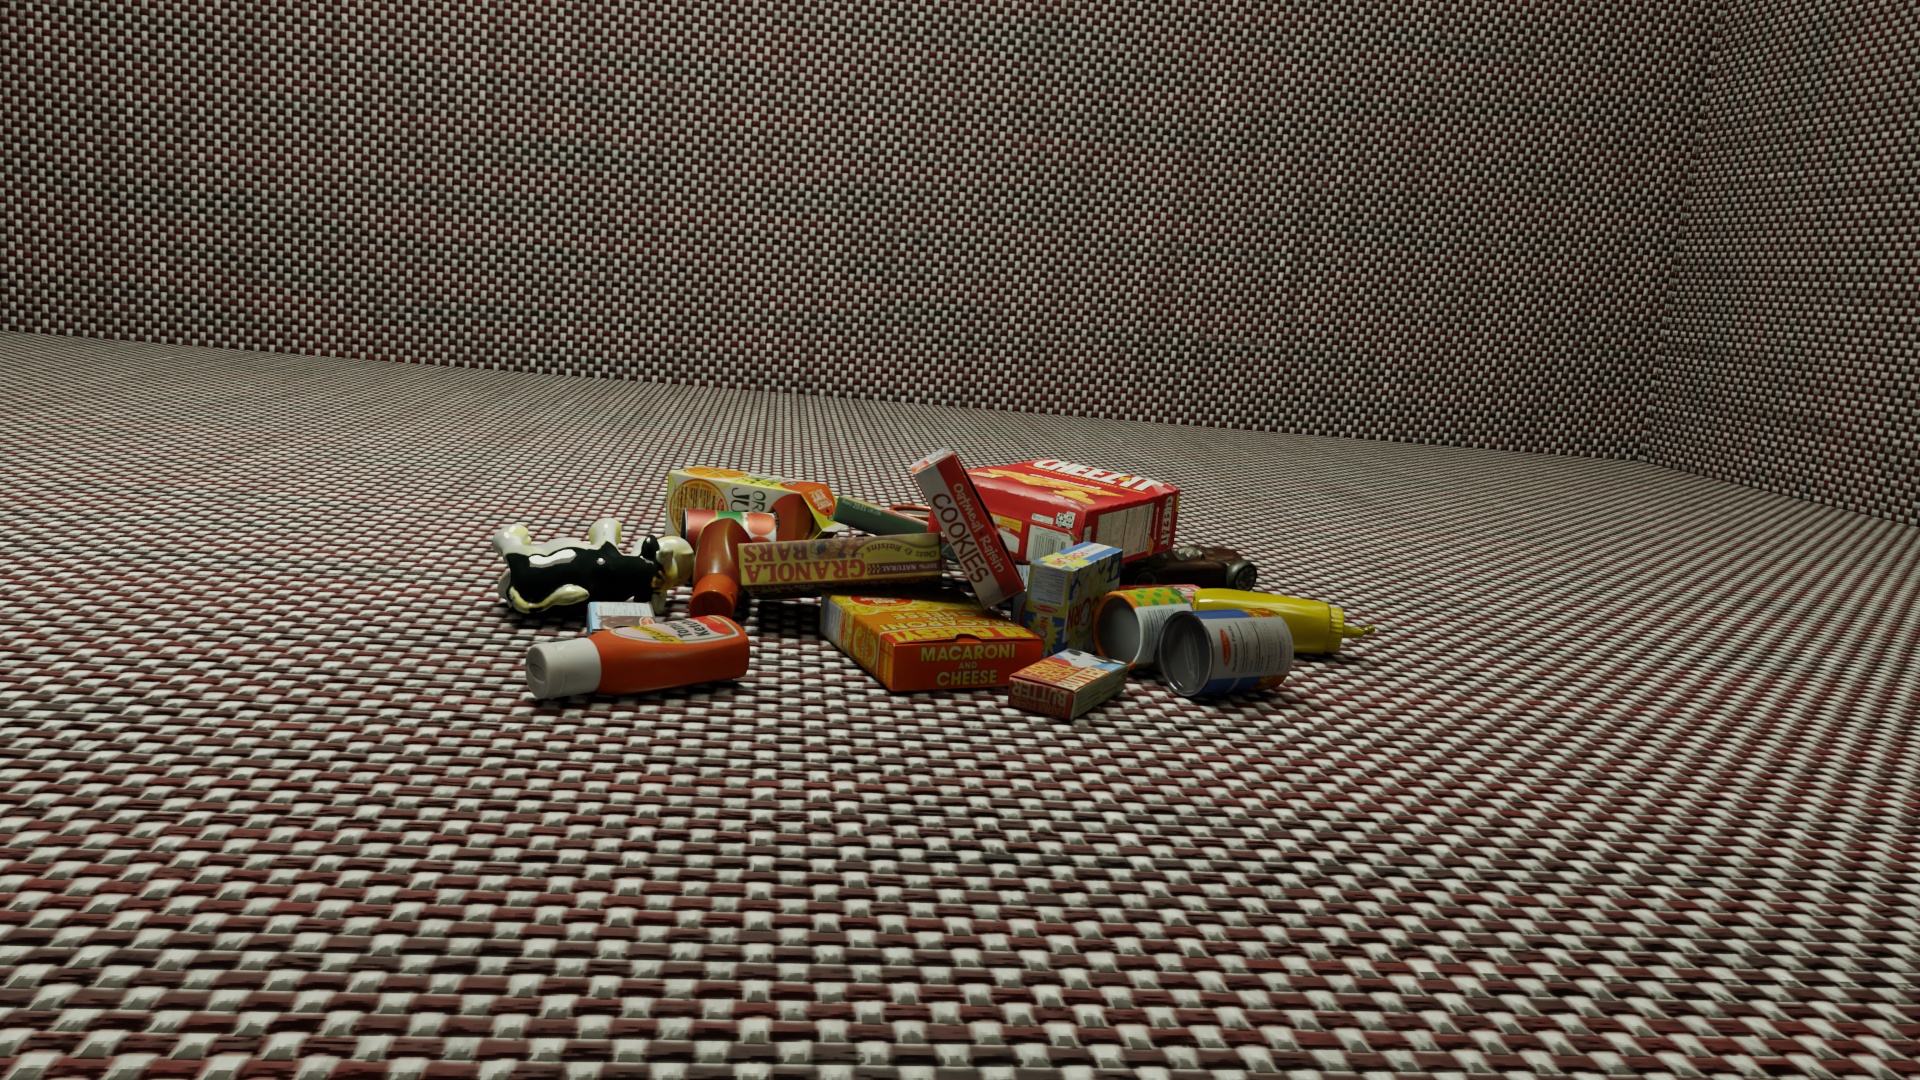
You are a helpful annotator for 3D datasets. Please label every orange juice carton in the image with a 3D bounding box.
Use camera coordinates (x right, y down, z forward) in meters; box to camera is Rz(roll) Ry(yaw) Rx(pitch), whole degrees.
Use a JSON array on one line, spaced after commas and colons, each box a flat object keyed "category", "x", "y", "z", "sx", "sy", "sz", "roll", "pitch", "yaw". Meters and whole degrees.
[{"category": "orange juice carton", "x": -0.207, "y": -0.028, "z": 1.460, "sx": 0.193, "sy": 0.073, "sz": 0.072, "roll": 9, "pitch": 11, "yaw": 15}]

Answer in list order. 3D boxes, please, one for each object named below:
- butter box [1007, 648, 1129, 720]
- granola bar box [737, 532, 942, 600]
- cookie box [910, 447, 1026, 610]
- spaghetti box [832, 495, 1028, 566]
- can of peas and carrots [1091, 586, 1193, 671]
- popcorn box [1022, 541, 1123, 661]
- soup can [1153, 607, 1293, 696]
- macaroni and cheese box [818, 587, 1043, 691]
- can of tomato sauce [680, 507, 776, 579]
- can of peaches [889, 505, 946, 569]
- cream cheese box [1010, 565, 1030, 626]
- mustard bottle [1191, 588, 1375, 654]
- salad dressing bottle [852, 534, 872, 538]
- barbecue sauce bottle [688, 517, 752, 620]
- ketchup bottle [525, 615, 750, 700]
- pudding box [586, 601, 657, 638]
[{"category": "butter box", "x": 0.081, "y": 0.105, "z": 1.029, "sx": 0.053, "sy": 0.024, "sz": 0.104, "roll": 12, "pitch": 13, "yaw": 27}, {"category": "granola bar box", "x": -0.098, "y": 0.024, "z": 1.184, "sx": 0.166, "sy": 0.039, "sz": 0.124, "roll": -3, "pitch": -8, "yaw": -2}, {"category": "cookie box", "x": 0.004, "y": -0.015, "z": 1.158, "sx": 0.040, "sy": 0.123, "sz": 0.167, "roll": -28, "pitch": 6, "yaw": 0}, {"category": "spaghetti box", "x": -0.005, "y": 0.006, "z": 1.372, "sx": 0.250, "sy": 0.028, "sz": 0.050, "roll": 18, "pitch": 3, "yaw": 14}, {"category": "can of peas and carrots", "x": 0.147, "y": 0.072, "z": 1.130, "sx": 0.059, "sy": 0.070, "sz": 0.071, "roll": -2, "pitch": 13, "yaw": -34}, {"category": "popcorn box", "x": 0.093, "y": 0.053, "z": 1.150, "sx": 0.038, "sy": 0.085, "sz": 0.127, "roll": 12, "pitch": 12, "yaw": 24}, {"category": "soup can", "x": 0.205, "y": 0.086, "z": 1.084, "sx": 0.084, "sy": 0.071, "sz": 0.071, "roll": 0, "pitch": 12, "yaw": -30}, {"category": "macaroni and cheese box", "x": -0.027, "y": 0.074, "z": 1.096, "sx": 0.124, "sy": 0.040, "sz": 0.166, "roll": 0, "pitch": 11, "yaw": -24}, {"category": "can of tomato sauce", "x": -0.218, "y": 0.005, "z": 1.297, "sx": 0.083, "sy": 0.071, "sz": 0.071, "roll": 3, "pitch": 11, "yaw": -16}, {"category": "can of peaches", "x": -0.047, "y": -0.004, "z": 1.449, "sx": 0.071, "sy": 0.058, "sz": 0.071, "roll": 6, "pitch": 11, "yaw": -1}, {"category": "cream cheese box", "x": 0.056, "y": 0.056, "z": 1.196, "sx": 0.024, "sy": 0.053, "sz": 0.104, "roll": 4, "pitch": 10, "yaw": 2}, {"category": "mustard bottle", "x": 0.285, "y": 0.074, "z": 1.228, "sx": 0.160, "sy": 0.048, "sz": 0.065, "roll": 7, "pitch": 9, "yaw": 6}, {"category": "salad dressing bottle", "x": -0.075, "y": 0.023, "z": 1.329, "sx": 0.064, "sy": 0.044, "sz": 0.148, "roll": 3, "pitch": 9, "yaw": -20}, {"category": "barbecue sauce bottle", "x": -0.204, "y": 0.032, "z": 1.188, "sx": 0.044, "sy": 0.064, "sz": 0.149, "roll": -19, "pitch": 19, "yaw": 3}, {"category": "ketchup bottle", "x": -0.222, "y": 0.082, "z": 0.957, "sx": 0.149, "sy": 0.043, "sz": 0.065, "roll": -5, "pitch": 16, "yaw": -42}, {"category": "pudding box", "x": -0.254, "y": 0.070, "z": 1.038, "sx": 0.050, "sy": 0.030, "sz": 0.084, "roll": 3, "pitch": 11, "yaw": -17}]
